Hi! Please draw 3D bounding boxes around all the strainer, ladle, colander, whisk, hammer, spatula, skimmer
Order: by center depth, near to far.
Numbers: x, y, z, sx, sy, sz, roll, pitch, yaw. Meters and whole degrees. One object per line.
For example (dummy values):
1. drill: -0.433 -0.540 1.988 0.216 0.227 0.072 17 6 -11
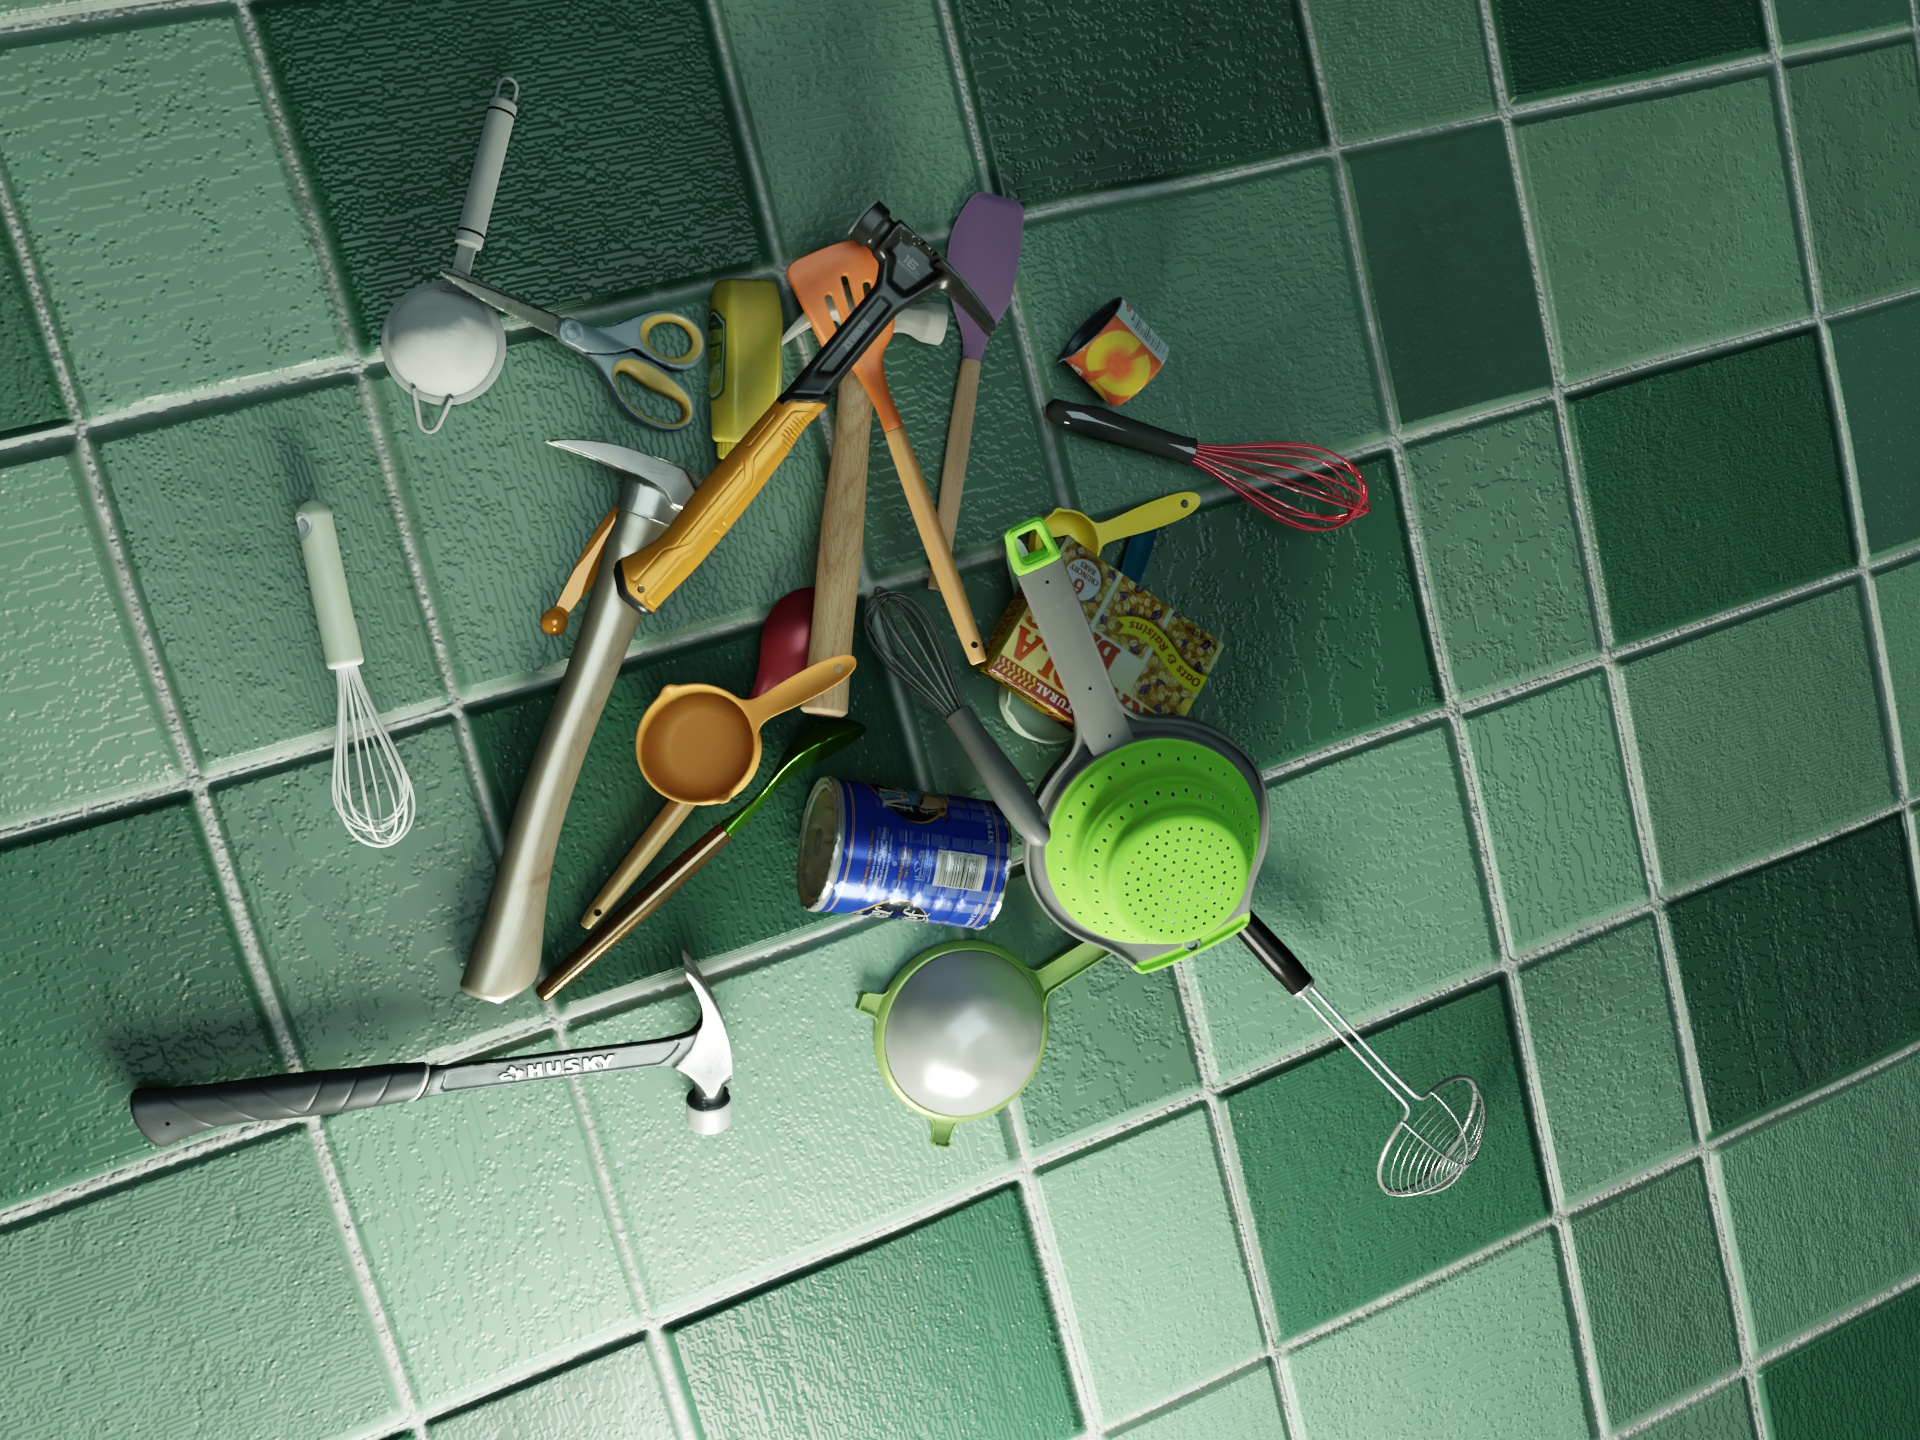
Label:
1. whisk: -0.427 -0.032 1.111 0.059 0.058 0.246 -16 97 -52
2. strainer: -0.349 -0.331 1.118 0.087 0.050 0.258 13 86 -5
3. hammer: -0.368 0.253 1.139 0.409 0.036 0.149 -4 114 -16
4. hammer: -0.122 -0.206 1.140 0.127 0.034 0.337 41 87 -10
5. hammer: -0.291 0.002 1.153 0.146 0.038 0.410 19 89 -28
6. spatula: -0.040 -0.195 1.184 0.081 0.041 0.322 -21 94 -12
7. colander: 0.125 0.035 1.198 0.204 0.095 0.396 -25 111 -2
8. hammer: -0.089 -0.168 1.203 0.130 0.031 0.331 8 84 -17
9. ladle: -0.187 0.029 1.206 0.069 0.031 0.315 38 83 -13
10. whisk: -0.002 -0.004 1.218 0.055 0.055 0.239 -31 79 -15
11. spatula: 0.003 -0.259 1.255 0.059 0.018 0.316 8 90 -19
12. strainer: 0.055 0.229 1.280 0.256 0.069 0.151 -30 103 -13
13. whisk: 0.208 -0.216 1.310 0.295 0.073 0.073 14 89 -14
14. skimmer: 0.330 0.275 1.402 0.127 0.090 0.363 -44 96 -9

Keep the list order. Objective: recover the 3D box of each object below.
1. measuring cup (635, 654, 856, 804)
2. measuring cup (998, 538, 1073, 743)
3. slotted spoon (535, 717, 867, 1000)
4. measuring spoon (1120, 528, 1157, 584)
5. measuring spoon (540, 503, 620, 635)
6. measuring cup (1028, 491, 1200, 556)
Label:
1. measuring cup: -0.153 -0.001 1.170 0.173 0.052 0.095 -28 85 -5
2. measuring cup: 0.057 -0.064 1.279 0.083 0.038 0.167 -16 96 -19
3. slotted spoon: -0.197 0.100 1.197 0.314 0.070 0.031 -42 83 -7
4. measuring spoon: 0.138 -0.117 1.317 0.042 0.021 0.129 20 78 -5
5. measuring spoon: -0.273 -0.113 1.172 0.021 0.011 0.117 33 83 -18
6. measuring cup: 0.125 -0.158 1.302 0.156 0.029 0.062 -21 100 -19
